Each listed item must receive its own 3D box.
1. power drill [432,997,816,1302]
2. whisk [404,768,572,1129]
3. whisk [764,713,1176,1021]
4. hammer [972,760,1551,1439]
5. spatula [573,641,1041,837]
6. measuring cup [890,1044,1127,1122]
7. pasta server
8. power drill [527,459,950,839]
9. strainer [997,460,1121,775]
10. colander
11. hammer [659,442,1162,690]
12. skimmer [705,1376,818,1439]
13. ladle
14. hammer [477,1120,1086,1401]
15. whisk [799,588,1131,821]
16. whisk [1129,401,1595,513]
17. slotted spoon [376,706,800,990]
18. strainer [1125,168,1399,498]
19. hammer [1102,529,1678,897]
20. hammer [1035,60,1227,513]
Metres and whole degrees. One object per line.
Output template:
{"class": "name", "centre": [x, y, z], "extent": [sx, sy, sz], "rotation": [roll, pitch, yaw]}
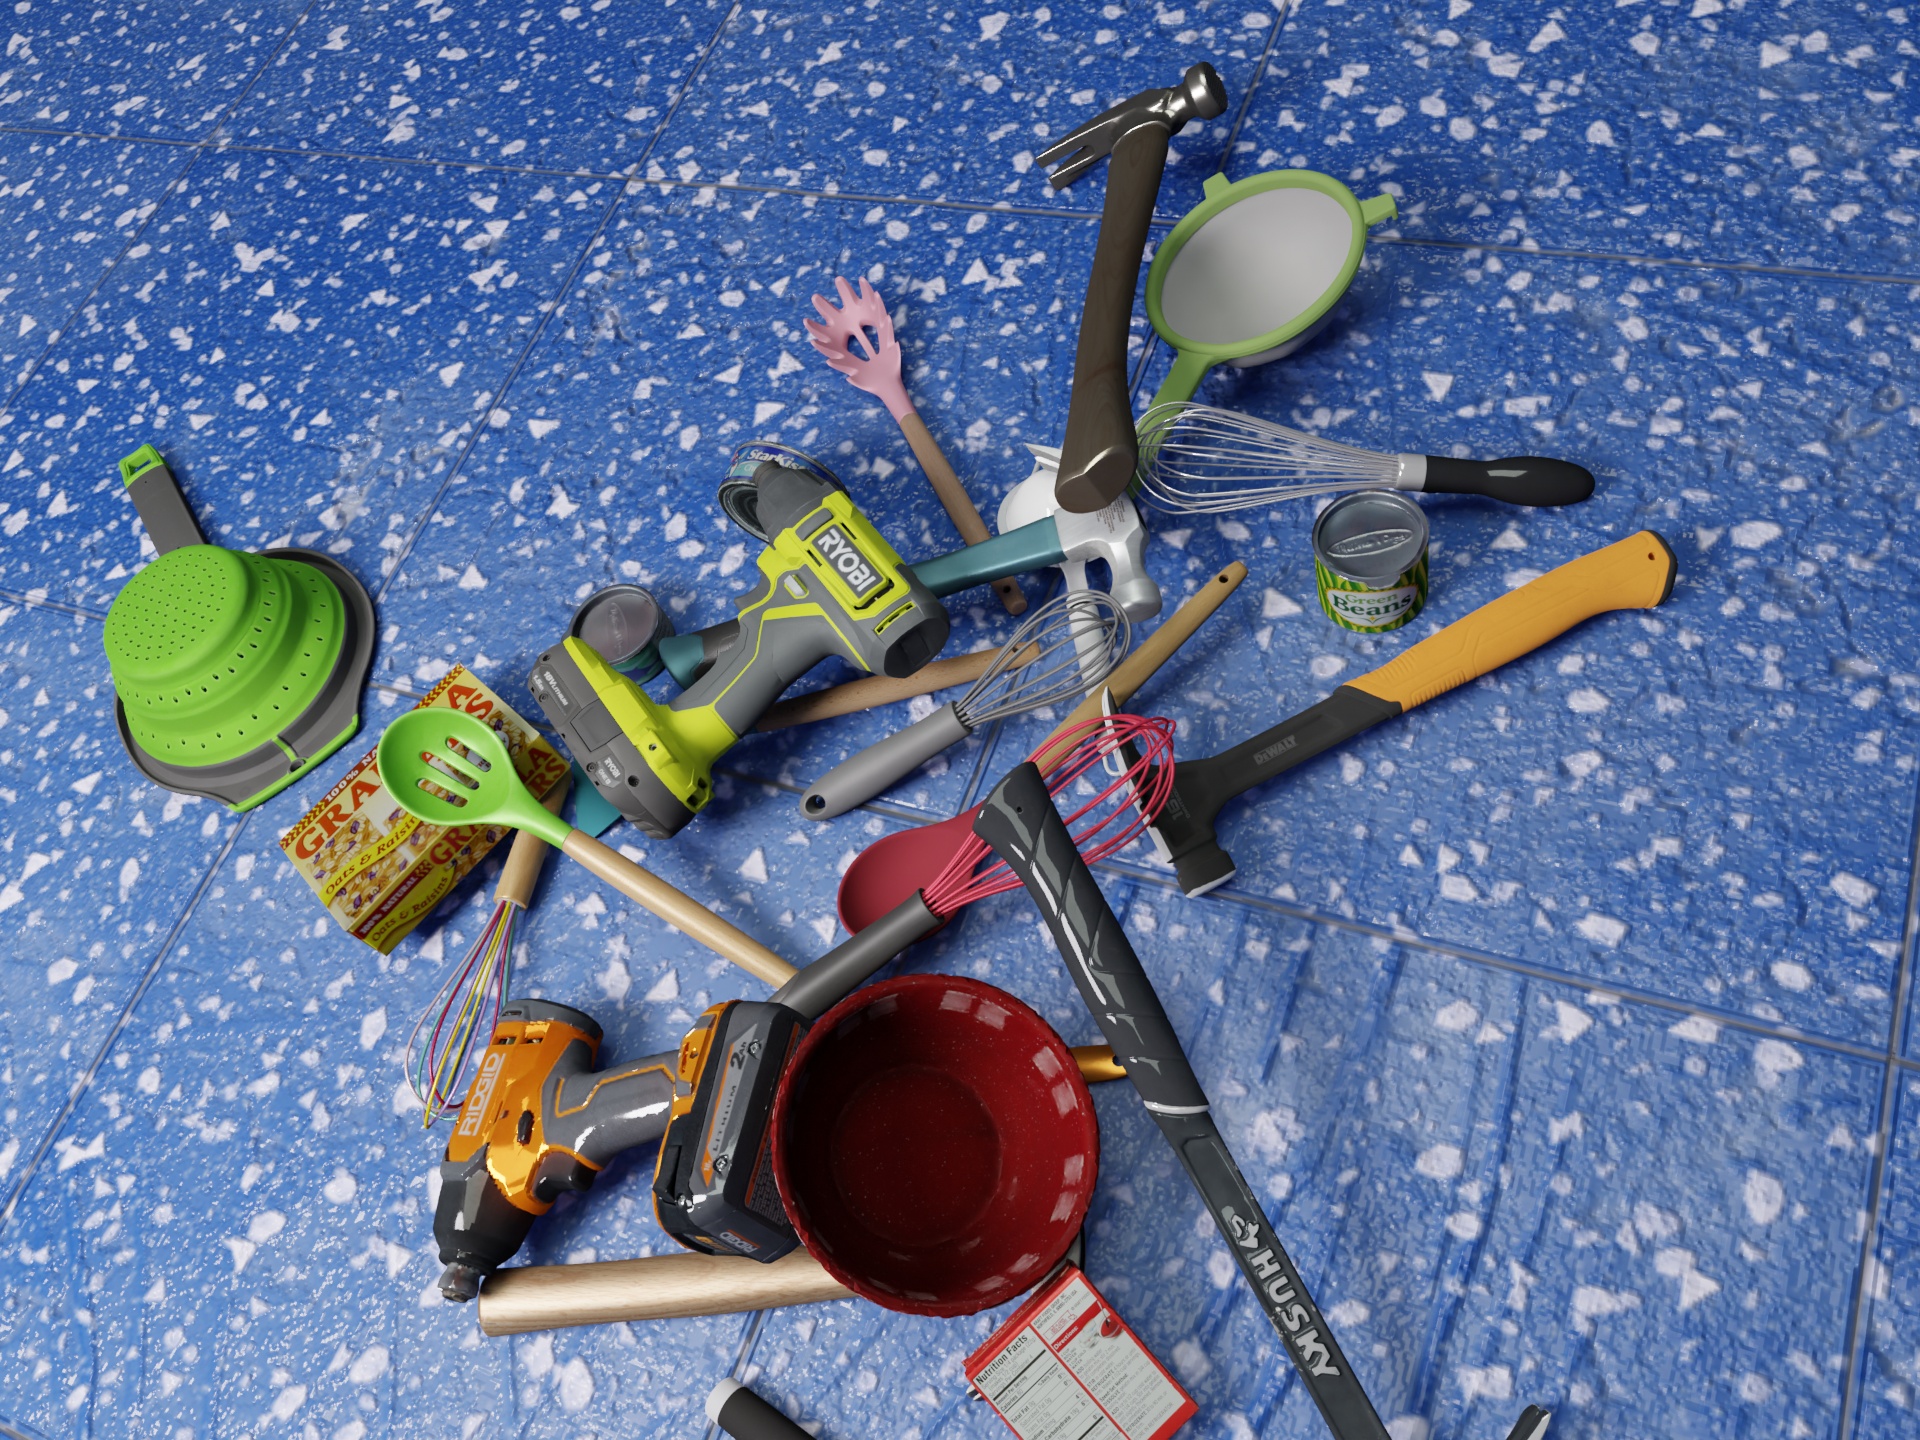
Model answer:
{"class": "power drill", "centre": [-0.182, 0.228, 0.840], "extent": [0.226, 0.084, 0.164], "rotation": [-8, 52, 32]}
{"class": "whisk", "centre": [-0.283, 0.132, 0.977], "extent": [0.051, 0.047, 0.245], "rotation": [1, 58, 18]}
{"class": "whisk", "centre": [0.000, 0.090, 0.870], "extent": [0.296, 0.073, 0.073], "rotation": [-37, 56, 11]}
{"class": "hammer", "centre": [0.118, 0.199, 0.757], "extent": [0.149, 0.036, 0.409], "rotation": [-27, 74, -4]}
{"class": "spatula", "centre": [-0.102, -0.002, 1.014], "extent": [0.317, 0.044, 0.082], "rotation": [-14, 58, 3]}
{"class": "measuring cup", "centre": [0.009, 0.182, 0.852], "extent": [0.173, 0.052, 0.095], "rotation": [-8, 59, 14]}
{"class": "pasta server", "centre": [-0.028, -0.192, 1.093], "extent": [0.060, 0.040, 0.317], "rotation": [-34, 57, 10]}
{"class": "power drill", "centre": [-0.140, -0.049, 0.967], "extent": [0.223, 0.080, 0.171], "rotation": [-38, 64, -4]}
{"class": "strainer", "centre": [0.076, -0.080, 0.997], "extent": [0.087, 0.050, 0.259], "rotation": [-11, 61, 2]}
{"class": "colander", "centre": [-0.576, -0.108, 1.172], "extent": [0.204, 0.094, 0.397], "rotation": [-37, 57, -7]}
{"class": "hammer", "centre": [-0.042, -0.080, 1.005], "extent": [0.331, 0.033, 0.128], "rotation": [-17, 67, 17]}
{"class": "skimmer", "centre": [0.002, 0.412, 0.698], "extent": [0.363, 0.090, 0.127], "rotation": [26, 102, 30]}
{"class": "ladle", "centre": [0.053, 0.017, 0.932], "extent": [0.315, 0.031, 0.069], "rotation": [-44, 66, -3]}
{"class": "hammer", "centre": [-0.098, 0.294, 0.832], "extent": [0.331, 0.031, 0.130], "rotation": [-10, 58, 11]}
{"class": "whisk", "centre": [-0.002, -0.004, 0.942], "extent": [0.239, 0.055, 0.055], "rotation": [-32, 55, 18]}
{"class": "whisk", "centre": [0.238, -0.152, 0.960], "extent": [0.284, 0.070, 0.070], "rotation": [5, 61, 2]}
{"class": "slotted spoon", "centre": [-0.213, 0.086, 0.945], "extent": [0.314, 0.031, 0.070], "rotation": [30, 76, 11]}
{"class": "strainer", "centre": [0.176, -0.241, 1.047], "extent": [0.152, 0.069, 0.256], "rotation": [24, 80, 40]}
{"class": "hammer", "centre": [0.248, -0.029, 0.901], "extent": [0.337, 0.034, 0.127], "rotation": [-26, 80, -3]}
{"class": "hammer", "centre": [0.093, -0.284, 1.043], "extent": [0.146, 0.038, 0.411], "rotation": [-18, 43, 32]}
